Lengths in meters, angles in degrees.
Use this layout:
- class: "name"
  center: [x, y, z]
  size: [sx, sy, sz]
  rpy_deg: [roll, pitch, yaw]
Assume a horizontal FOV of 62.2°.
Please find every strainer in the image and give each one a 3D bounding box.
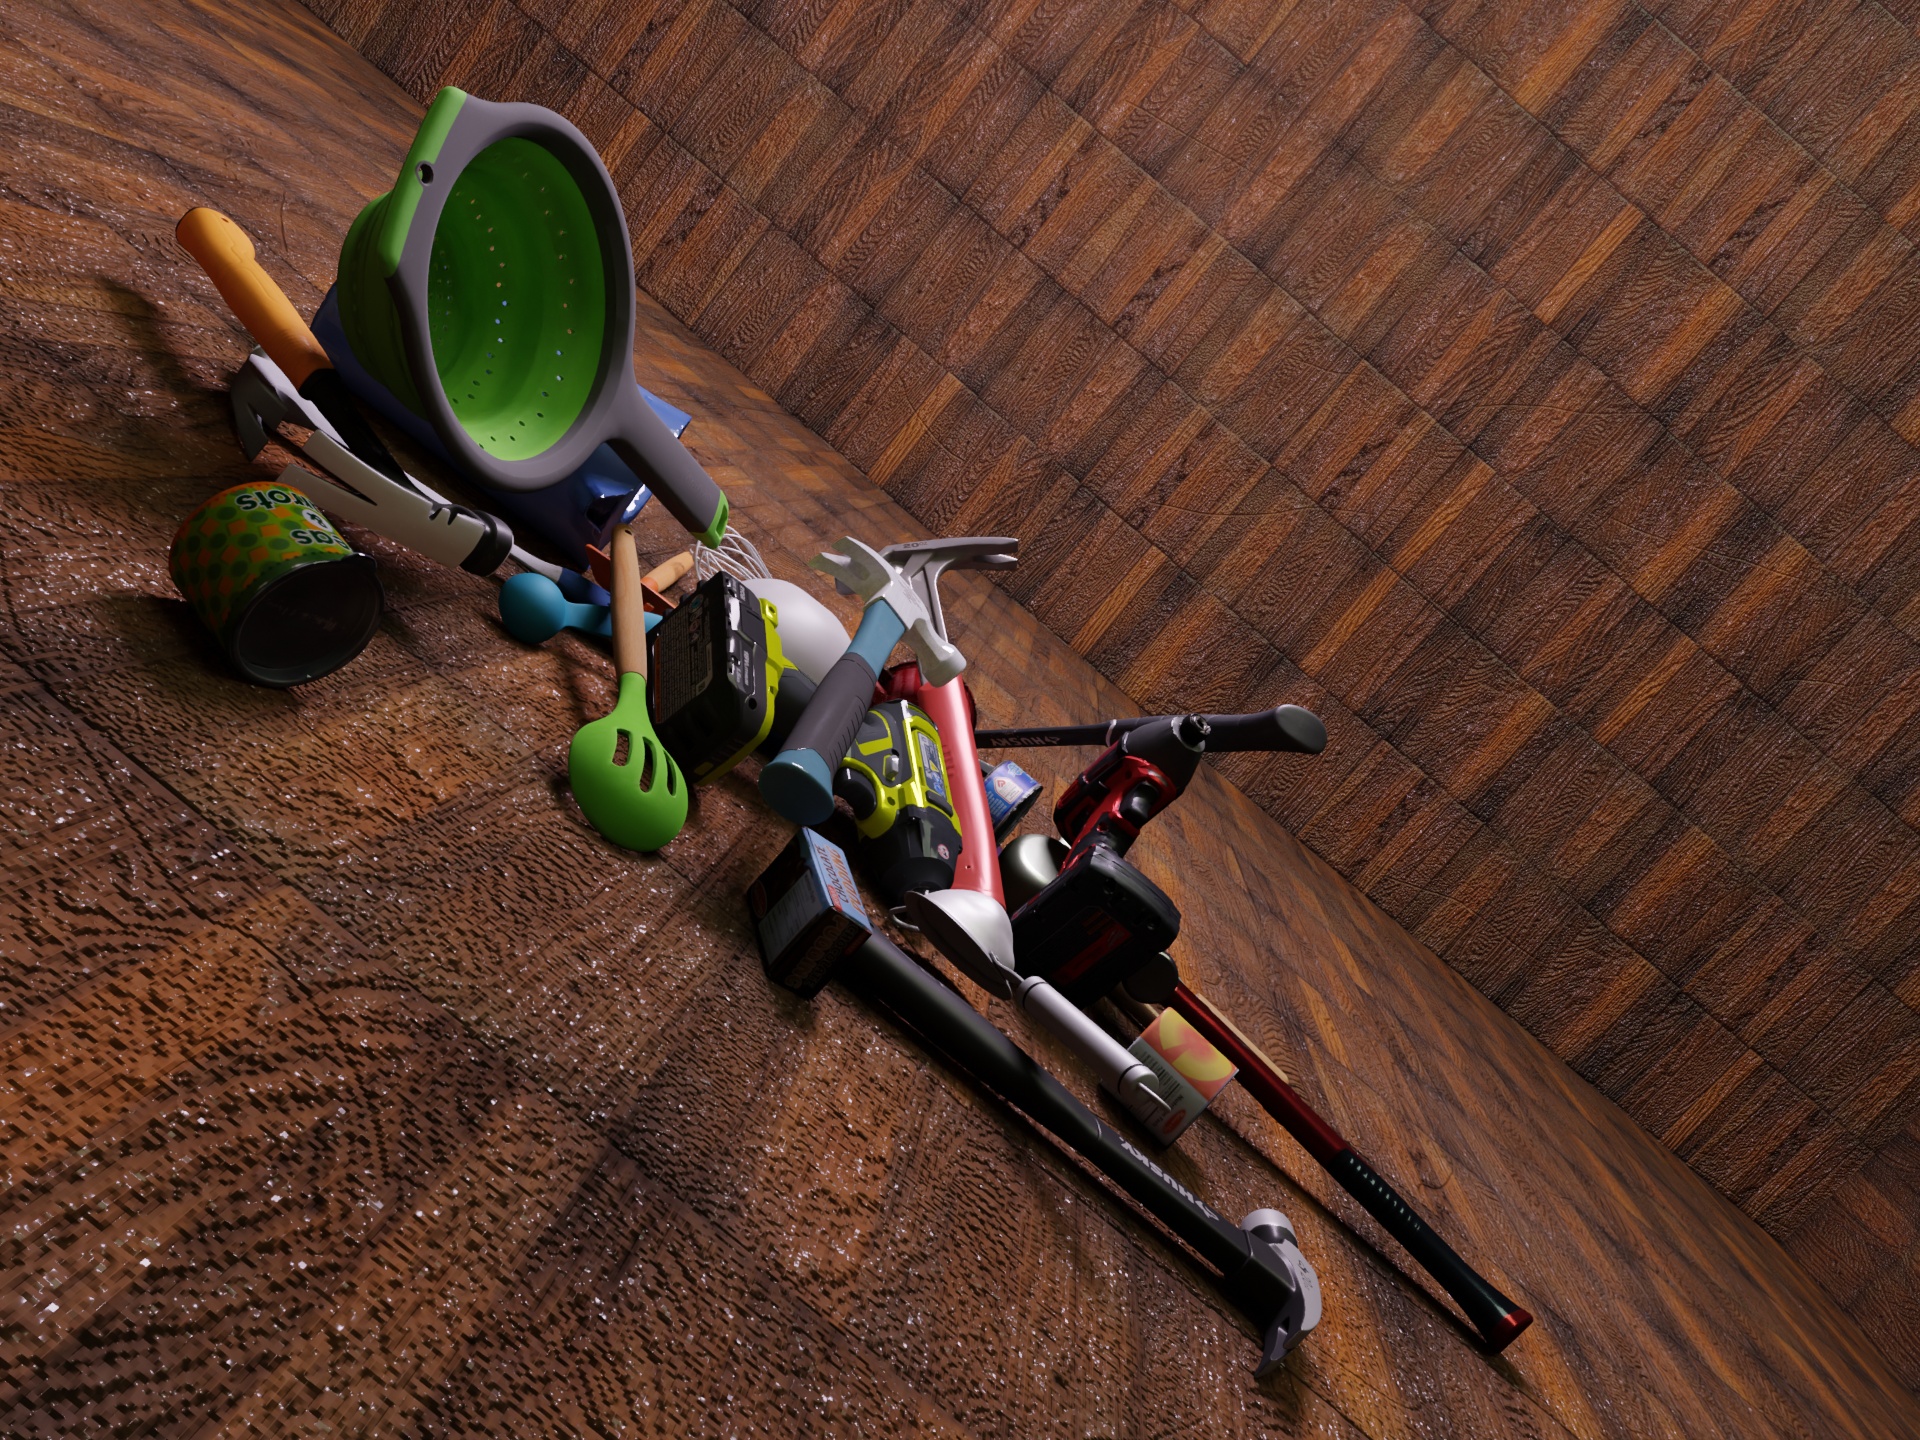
- class: "strainer"
  center: [0.038, 0.146, 0.868]
  size: [0.259, 0.050, 0.086]
  rpy_deg: [33, -21, 54]
- class: "strainer"
  center: [-0.132, -0.066, 1.148]
  size: [0.151, 0.069, 0.256]
  rpy_deg: [40, -1, 3]

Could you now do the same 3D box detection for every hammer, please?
- class: "hammer"
  center: [0.110, 0.016, 1.270]
  size: [0.409, 0.036, 0.149]
  rpy_deg: [-2, -35, 46]
- class: "hammer"
  center: [0.057, 0.213, 0.841]
  size: [0.334, 0.035, 0.146]
  rpy_deg: [40, 9, -3]
- class: "hammer"
  center: [-0.366, -0.198, 0.869]
  size: [0.337, 0.034, 0.127]
  rpy_deg: [46, 10, 33]
- class: "hammer"
  center: [0.251, 0.292, 1.124]
  size: [0.386, 0.038, 0.143]
  rpy_deg: [45, 2, 0]
- class: "hammer"
  center: [-0.064, -0.023, 0.956]
  size: [0.128, 0.033, 0.331]
  rpy_deg: [52, 19, -13]
- class: "hammer"
  center: [-0.262, -0.092, 0.990]
  size: [0.405, 0.035, 0.144]
  rpy_deg: [35, 11, -26]
- class: "hammer"
  center: [-0.002, -0.004, 1.162]
  size: [0.036, 0.149, 0.359]
  rpy_deg: [91, -10, -48]

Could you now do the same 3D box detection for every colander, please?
- class: "colander"
  center: [-0.250, -0.204, 0.947]
  size: [0.094, 0.205, 0.396]
  rpy_deg: [10, -17, 19]

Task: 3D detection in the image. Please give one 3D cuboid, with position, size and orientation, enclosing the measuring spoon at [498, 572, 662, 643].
- class: "measuring spoon"
  center: [-0.215, -0.063, 0.954]
  size: [0.128, 0.021, 0.042]
  rpy_deg: [8, 73, -46]

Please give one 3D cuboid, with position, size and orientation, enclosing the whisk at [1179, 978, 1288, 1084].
- class: "whisk"
  center: [0.168, 0.207, 1.262]
  size: [0.245, 0.051, 0.047]
  rpy_deg: [43, 4, 0]

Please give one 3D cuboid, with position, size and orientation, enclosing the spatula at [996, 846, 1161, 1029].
- class: "spatula"
  center: [0.070, 0.152, 1.202]
  size: [0.316, 0.018, 0.059]
  rpy_deg: [44, 21, 23]

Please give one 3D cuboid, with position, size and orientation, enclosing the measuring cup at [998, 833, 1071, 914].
- class: "measuring cup"
  center: [0.080, 0.101, 1.228]
  size: [0.083, 0.038, 0.167]
  rpy_deg: [34, 33, 8]

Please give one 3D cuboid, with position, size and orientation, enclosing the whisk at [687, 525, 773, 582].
- class: "whisk"
  center: [-0.147, -0.088, 1.340]
  size: [0.058, 0.059, 0.246]
  rpy_deg: [5, -22, 34]

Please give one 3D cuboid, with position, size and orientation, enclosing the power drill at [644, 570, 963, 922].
- class: "power drill"
  center: [-0.088, 0.021, 0.984]
  size: [0.223, 0.080, 0.171]
  rpy_deg: [36, 28, -36]

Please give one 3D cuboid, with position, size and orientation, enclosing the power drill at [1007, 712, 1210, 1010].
- class: "power drill"
  center: [0.109, 0.085, 1.107]
  size: [0.078, 0.143, 0.220]
  rpy_deg: [39, 35, -9]

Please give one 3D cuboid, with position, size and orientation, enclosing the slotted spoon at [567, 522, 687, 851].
- class: "slotted spoon"
  center: [-0.187, -0.036, 0.895]
  size: [0.070, 0.031, 0.314]
  rpy_deg: [32, 22, -29]

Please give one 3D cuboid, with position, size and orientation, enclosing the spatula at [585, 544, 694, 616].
- class: "spatula"
  center: [-0.225, -0.110, 1.196]
  size: [0.081, 0.041, 0.323]
  rpy_deg: [37, 9, -8]
